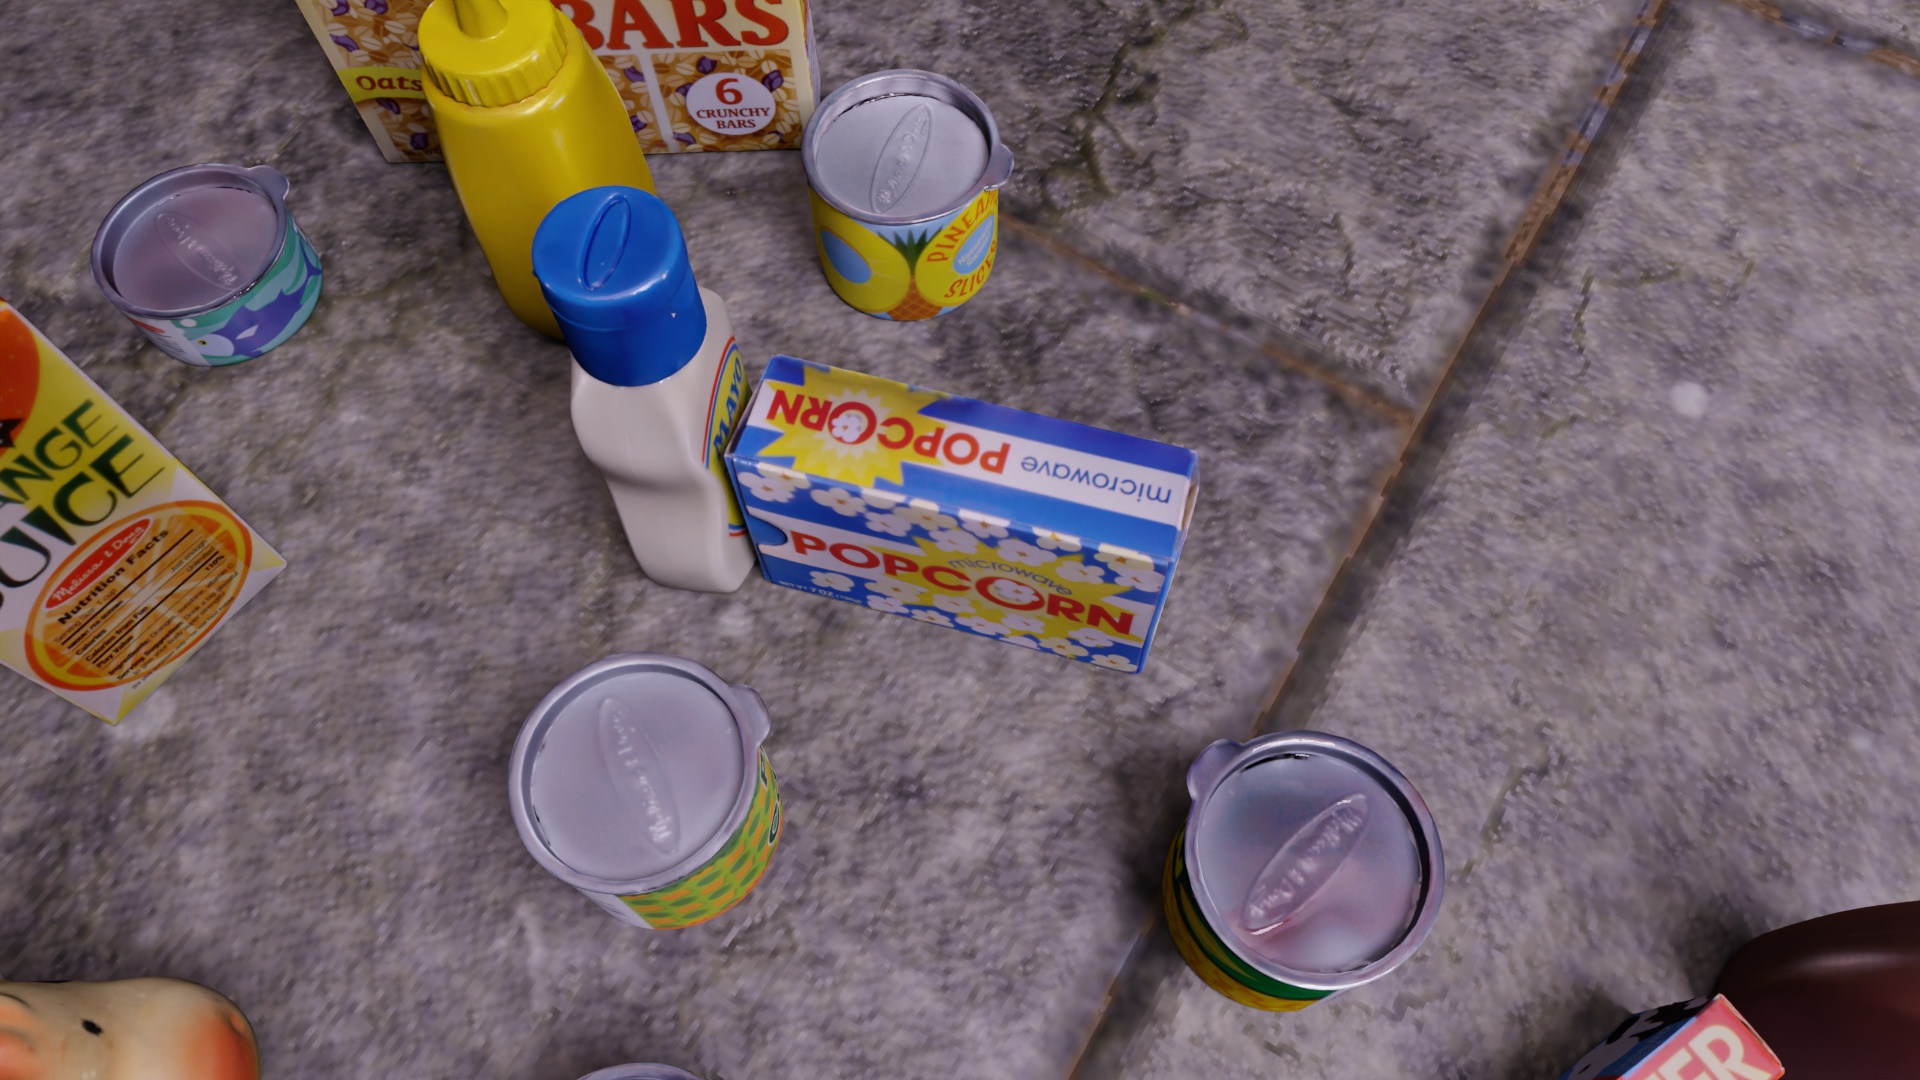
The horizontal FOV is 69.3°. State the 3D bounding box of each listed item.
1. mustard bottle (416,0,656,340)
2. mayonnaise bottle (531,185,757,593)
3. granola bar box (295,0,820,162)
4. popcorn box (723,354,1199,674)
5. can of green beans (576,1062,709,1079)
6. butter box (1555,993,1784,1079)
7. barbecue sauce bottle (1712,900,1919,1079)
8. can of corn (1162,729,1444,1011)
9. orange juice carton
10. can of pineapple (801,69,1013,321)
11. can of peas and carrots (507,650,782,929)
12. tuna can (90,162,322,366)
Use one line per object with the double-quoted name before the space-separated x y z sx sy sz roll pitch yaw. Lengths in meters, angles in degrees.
"mustard bottle" -0.131 -0.124 0.430 0.049 0.159 0.065 5 65 3
"mayonnaise bottle" -0.083 -0.039 0.396 0.041 0.147 0.065 8 65 4
"granola bar box" -0.136 -0.189 0.481 0.166 0.123 0.039 -2 65 0
"popcorn box" 0.001 -0.005 0.413 0.127 0.085 0.038 14 66 7
"can of green beans" -0.076 0.168 0.346 0.071 0.057 0.071 0 65 1
"butter box" 0.153 0.157 0.352 0.104 0.053 0.024 -32 68 -14
"barbecue sauce bottle" 0.238 0.110 0.321 0.065 0.148 0.044 39 71 17
"can of corn" 0.089 0.091 0.381 0.071 0.058 0.071 0 65 1
"orange juice carton" -0.269 -0.026 0.367 0.072 0.192 0.073 35 70 16
"can of pineapple" -0.018 -0.118 0.482 0.071 0.057 0.071 0 65 1
"can of peas and carrots" -0.084 0.071 0.392 0.071 0.058 0.071 0 65 1
"tuna can" -0.262 -0.098 0.489 0.071 0.032 0.071 0 64 1
